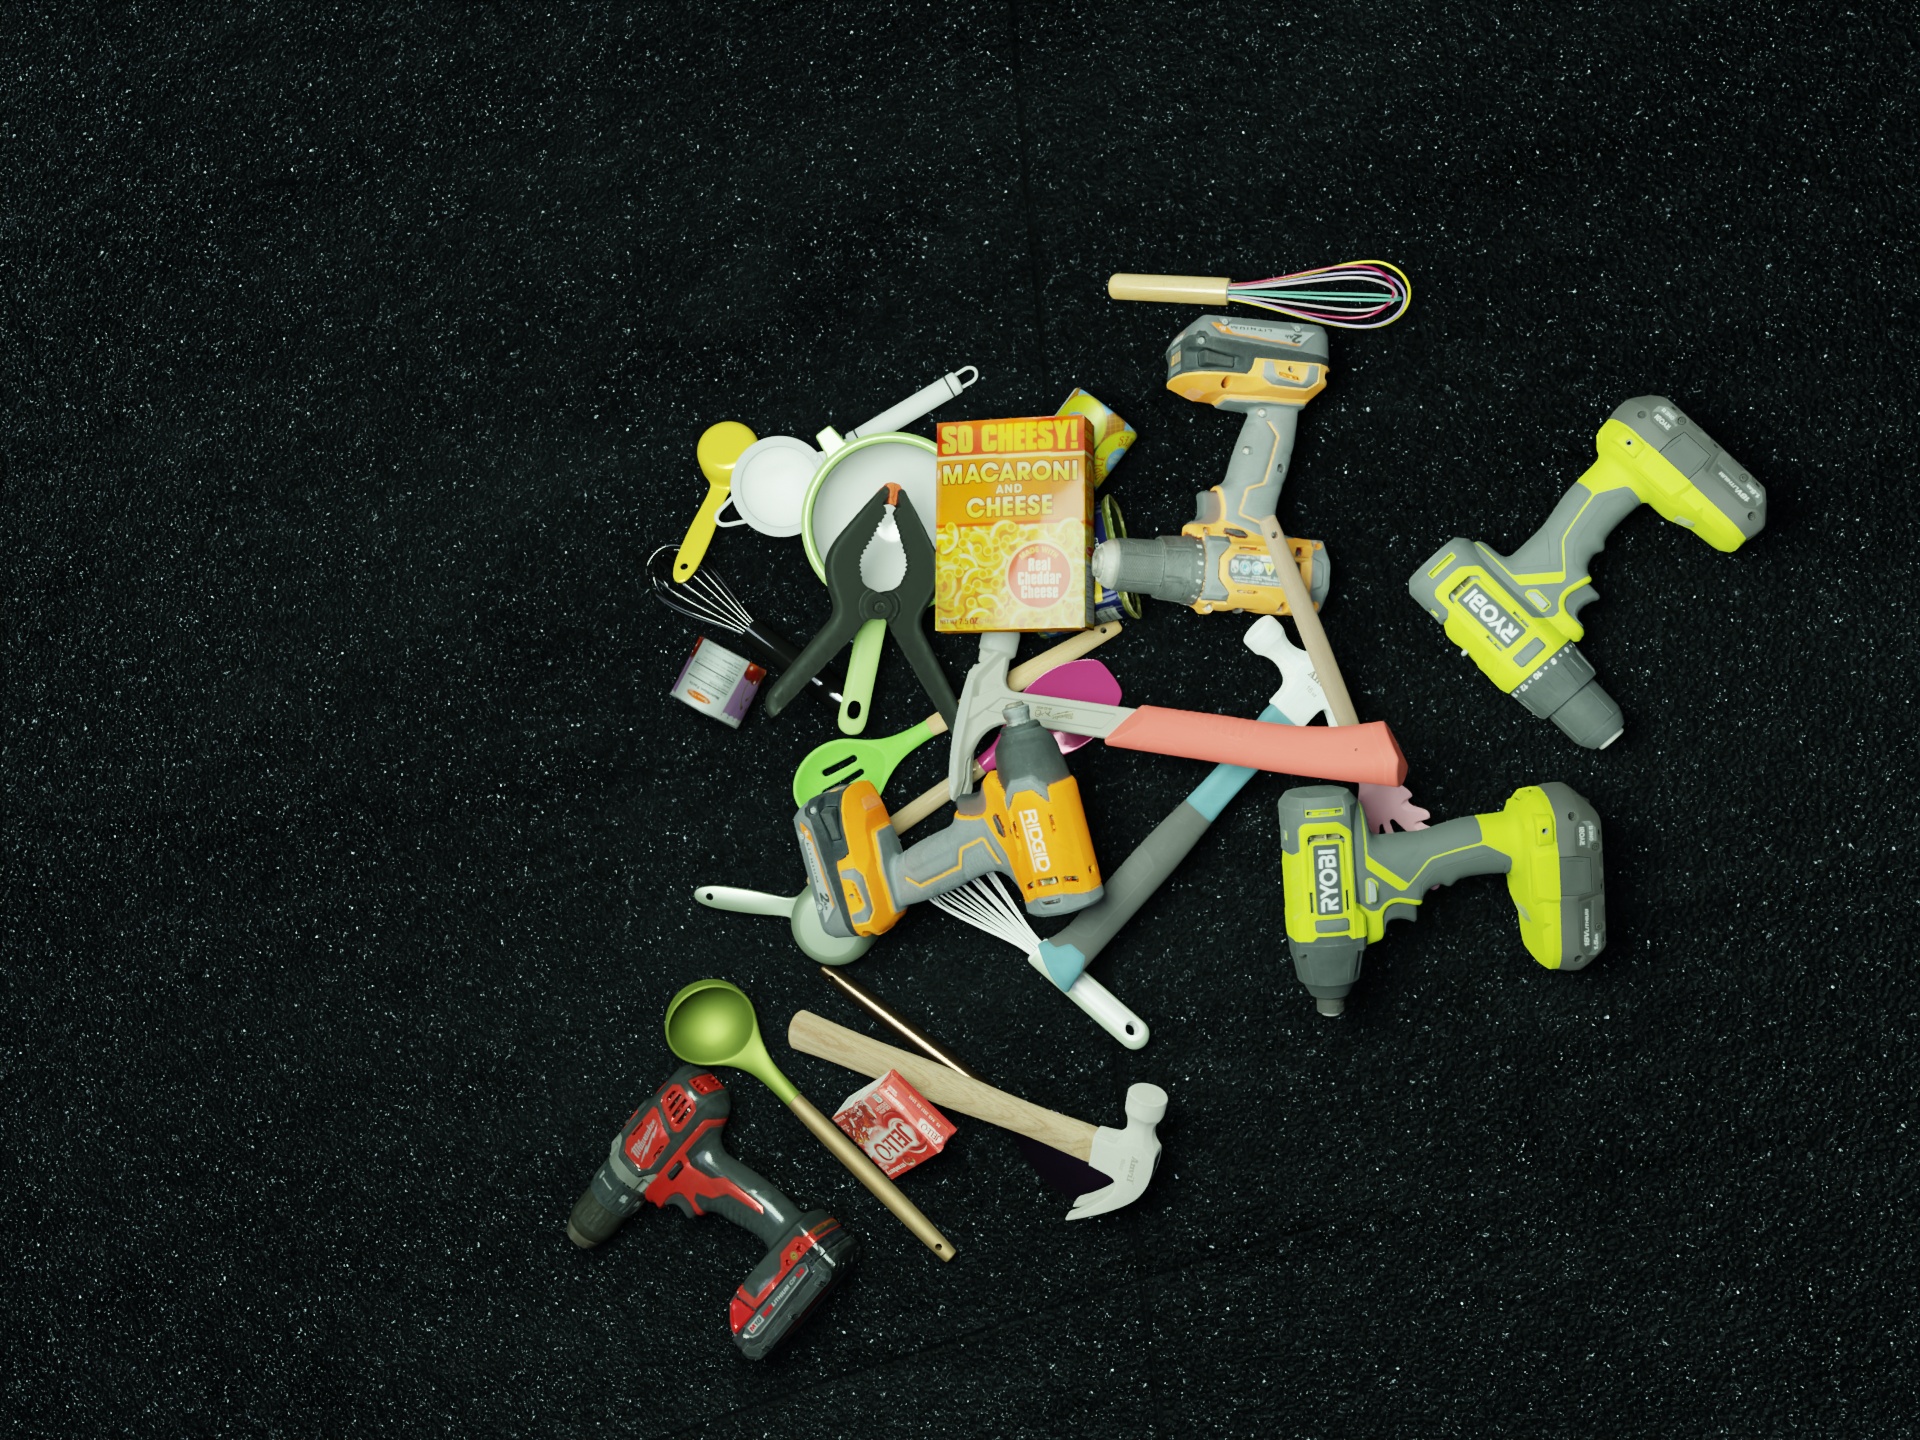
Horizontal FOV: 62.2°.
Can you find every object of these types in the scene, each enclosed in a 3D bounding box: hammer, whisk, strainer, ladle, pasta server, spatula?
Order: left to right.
[{"bbox_3d":[-0.183,-0.078,1.389,0.239,0.055,0.055,37,97,10],"label":"whisk"},{"bbox_3d":[-0.125,0.342,1.348,0.320,0.062,0.078,42,93,10],"label":"ladle"},{"bbox_3d":[-0.097,-0.236,1.377,0.258,0.050,0.087,-29,94,6],"label":"strainer"},{"bbox_3d":[-0.067,-0.116,1.351,0.151,0.069,0.256,12,100,-2],"label":"strainer"},{"bbox_3d":[0.005,0.310,1.307,0.331,0.031,0.130,16,112,22],"label":"hammer"},{"bbox_3d":[0.006,0.302,1.333,0.316,0.018,0.059,35,106,13],"label":"spatula"},{"bbox_3d":[0.058,0.184,1.312,0.246,0.059,0.058,40,70,9],"label":"whisk"},{"bbox_3d":[0.159,0.018,1.225,0.359,0.036,0.149,9,84,28],"label":"hammer"},{"bbox_3d":[0.179,0.081,1.261,0.128,0.033,0.331,41,94,-7],"label":"hammer"},{"bbox_3d":[0.240,-0.351,1.291,0.245,0.051,0.047,8,124,20],"label":"whisk"},{"bbox_3d":[0.294,-0.010,1.215,0.060,0.040,0.316,-24,102,2],"label":"pasta server"}]

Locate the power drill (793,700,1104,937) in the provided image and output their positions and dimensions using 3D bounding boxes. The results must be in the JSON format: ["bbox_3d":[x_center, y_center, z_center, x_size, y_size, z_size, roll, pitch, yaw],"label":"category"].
[{"bbox_3d":[-0.011,0.081,1.246,0.226,0.084,0.164,-12,95,24],"label":"power drill"}]

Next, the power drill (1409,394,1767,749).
[{"bbox_3d":[0.483,-0.110,1.197,0.228,0.080,0.191,-45,77,12],"label":"power drill"}]

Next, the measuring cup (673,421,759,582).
[{"bbox_3d":[-0.219,-0.193,1.385,0.062,0.029,0.157,15,70,10],"label":"measuring cup"}]

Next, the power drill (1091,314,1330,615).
[{"bbox_3d":[0.199,-0.196,1.250,0.185,0.084,0.226,3,89,-9],"label":"power drill"}]

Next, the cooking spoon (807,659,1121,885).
[{"bbox_3d":[-0.003,0.052,1.346,0.319,0.017,0.068,-35,97,11],"label":"cooking spoon"}]

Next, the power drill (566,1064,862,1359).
[{"bbox_3d":[-0.218,0.433,1.358,0.227,0.080,0.188,42,98,16],"label":"power drill"}]

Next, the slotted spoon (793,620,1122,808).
[{"bbox_3d":[-0.002,-0.004,1.346,0.314,0.031,0.070,-29,80,10],"label":"slotted spoon"}]

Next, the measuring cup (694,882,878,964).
[{"bbox_3d":[-0.151,0.165,1.356,0.167,0.038,0.083,8,102,7],"label":"measuring cup"}]

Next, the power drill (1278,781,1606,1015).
[{"bbox_3d":[0.355,0.130,1.189,0.223,0.080,0.171,-5,97,3],"label":"power drill"}]
